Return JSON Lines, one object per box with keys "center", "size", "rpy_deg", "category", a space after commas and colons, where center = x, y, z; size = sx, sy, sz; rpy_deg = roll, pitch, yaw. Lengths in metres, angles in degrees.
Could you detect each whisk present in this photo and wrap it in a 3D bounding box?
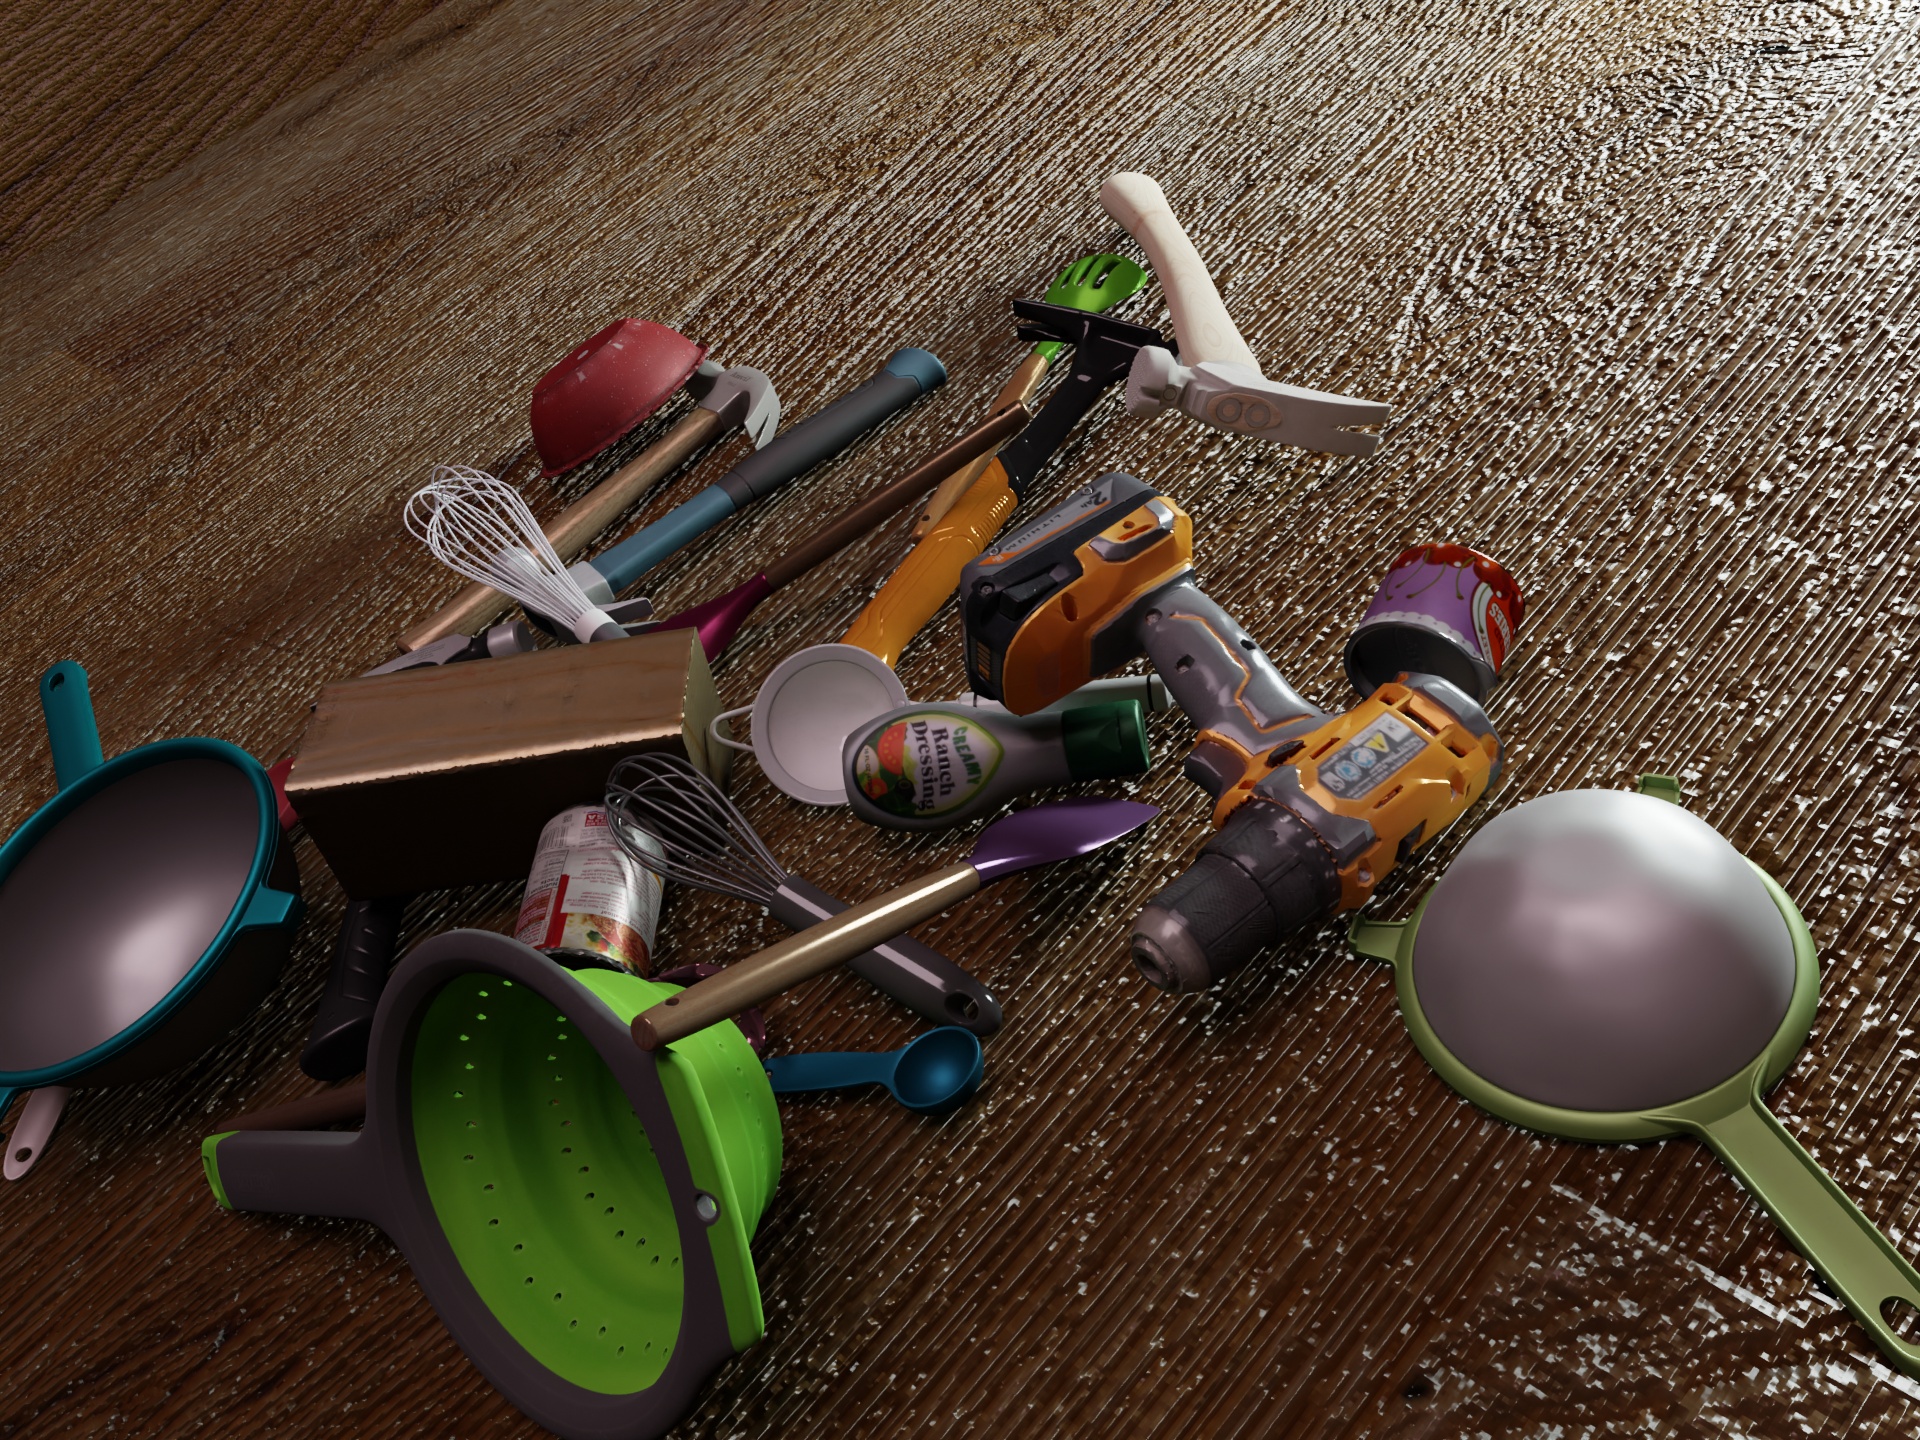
{"center": [-0.241, -0.073, 0.970], "size": [0.285, 0.070, 0.070], "rpy_deg": [38, 68, 25], "category": "whisk"}
{"center": [-0.078, 0.080, 0.737], "size": [0.239, 0.055, 0.055], "rpy_deg": [28, 61, 24], "category": "whisk"}

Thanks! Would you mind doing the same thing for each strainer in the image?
{"center": [-0.001, -0.003, 0.828], "size": [0.258, 0.050, 0.087], "rpy_deg": [-5, 80, 14], "category": "strainer"}
{"center": [0.249, 0.105, 0.551], "size": [0.151, 0.069, 0.257], "rpy_deg": [-26, 38, 0], "category": "strainer"}
{"center": [-0.474, 0.084, 0.918], "size": [0.211, 0.095, 0.341], "rpy_deg": [-37, 48, -6], "category": "strainer"}

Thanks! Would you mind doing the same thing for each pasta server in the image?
{"center": [-0.230, 0.169, 0.758], "size": [0.316, 0.060, 0.040], "rpy_deg": [-16, 10, 16], "category": "pasta server"}

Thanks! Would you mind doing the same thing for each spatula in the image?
{"center": [-0.015, 0.071, 0.646], "size": [0.060, 0.018, 0.316], "rpy_deg": [8, 17, 34], "category": "spatula"}

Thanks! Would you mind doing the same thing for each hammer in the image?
{"center": [-0.337, 0.068, 0.931], "size": [0.146, 0.035, 0.335], "rpy_deg": [-18, 40, 8], "category": "hammer"}
{"center": [0.009, -0.133, 0.956], "size": [0.127, 0.034, 0.337], "rpy_deg": [22, 60, 24], "category": "hammer"}
{"center": [-0.259, -0.148, 1.132], "size": [0.331, 0.031, 0.130], "rpy_deg": [-44, 42, -21], "category": "hammer"}
{"center": [-0.148, -0.158, 1.072], "size": [0.331, 0.033, 0.128], "rpy_deg": [-37, 50, -17], "category": "hammer"}
{"center": [0.155, -0.279, 1.029], "size": [0.146, 0.038, 0.411], "rpy_deg": [9, 33, -10], "category": "hammer"}

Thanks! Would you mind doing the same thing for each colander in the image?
{"center": [-0.200, 0.182, 0.684], "size": [0.397, 0.204, 0.094], "rpy_deg": [-12, 4, 40], "category": "colander"}

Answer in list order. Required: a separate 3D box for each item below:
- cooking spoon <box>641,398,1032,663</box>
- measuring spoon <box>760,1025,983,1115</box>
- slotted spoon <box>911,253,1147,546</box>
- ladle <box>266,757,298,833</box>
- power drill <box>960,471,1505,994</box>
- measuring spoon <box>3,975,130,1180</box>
{"center": [-0.093, -0.098, 0.948], "size": [0.319, 0.017, 0.069], "rpy_deg": [-32, 41, 14], "category": "cooking spoon"}
{"center": [-0.043, 0.158, 0.695], "size": [0.128, 0.021, 0.042], "rpy_deg": [-10, 37, 32], "category": "measuring spoon"}
{"center": [0.043, -0.223, 1.059], "size": [0.070, 0.031, 0.314], "rpy_deg": [9, 51, 31], "category": "slotted spoon"}
{"center": [-0.537, 0.119, 0.988], "size": [0.315, 0.031, 0.069], "rpy_deg": [-31, 37, -4], "category": "ladle"}
{"center": [0.093, 0.004, 0.698], "size": [0.185, 0.084, 0.226], "rpy_deg": [-35, 58, -23], "category": "power drill"}
{"center": [-0.500, 0.200, 0.889], "size": [0.034, 0.018, 0.124], "rpy_deg": [6, 51, 2], "category": "measuring spoon"}
